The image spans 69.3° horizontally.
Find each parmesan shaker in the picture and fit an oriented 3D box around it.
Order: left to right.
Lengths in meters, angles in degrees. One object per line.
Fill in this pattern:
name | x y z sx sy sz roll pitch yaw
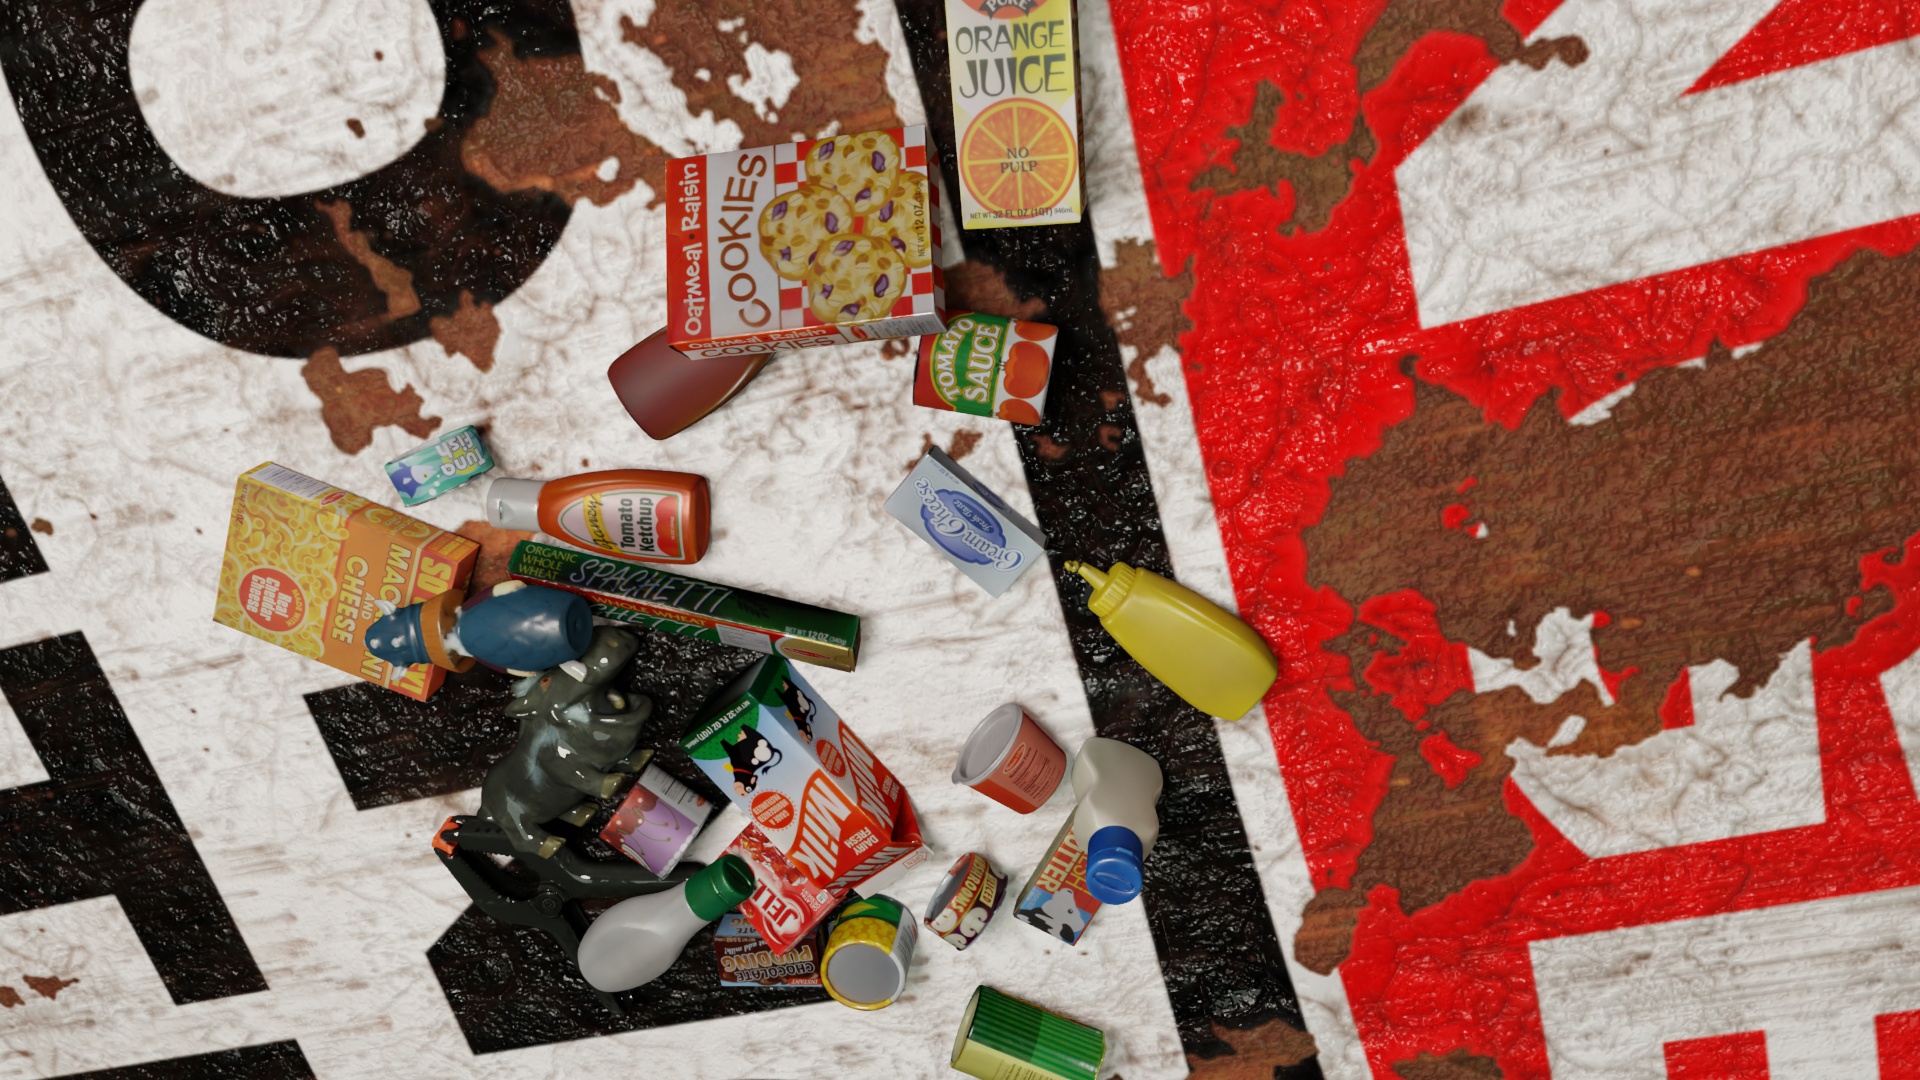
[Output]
parmesan shaker | 0.052 0.390 1.069 0.103 0.071 0.071 22 112 -1

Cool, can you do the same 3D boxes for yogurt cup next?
yogurt cup | 0.038 0.157 0.985 0.054 0.073 0.072 39 111 -17

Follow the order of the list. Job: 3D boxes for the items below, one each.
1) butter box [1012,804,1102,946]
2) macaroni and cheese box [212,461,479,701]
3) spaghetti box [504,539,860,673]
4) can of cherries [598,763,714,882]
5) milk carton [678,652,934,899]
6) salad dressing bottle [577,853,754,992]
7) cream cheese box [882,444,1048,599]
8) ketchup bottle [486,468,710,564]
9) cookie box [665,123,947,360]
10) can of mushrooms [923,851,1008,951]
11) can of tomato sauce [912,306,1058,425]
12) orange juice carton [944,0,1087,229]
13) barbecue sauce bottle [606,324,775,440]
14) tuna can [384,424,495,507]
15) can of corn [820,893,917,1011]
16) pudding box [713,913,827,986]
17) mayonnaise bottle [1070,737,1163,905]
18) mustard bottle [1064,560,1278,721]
butter box | 0.086 0.250 1.034 0.053 0.024 0.103 27 111 -3
macaroni and cheese box | -0.446 0.030 1.010 0.166 0.040 0.123 21 112 -1
spaghetti box | -0.193 0.047 0.977 0.250 0.029 0.050 13 155 2
can of cherries | -0.228 0.211 1.035 0.058 0.072 0.071 36 111 -7
milk carton | -0.106 0.179 1.005 0.072 0.074 0.190 -36 103 18
salad dressing bottle | -0.220 0.286 1.041 0.147 0.044 0.064 -34 110 18
cream cheese box | 0.003 -0.012 0.946 0.104 0.024 0.053 39 112 -8
ketchup bottle | -0.251 -0.020 0.965 0.149 0.044 0.064 5 112 6
cookie box | -0.097 -0.182 0.856 0.167 0.040 0.123 -5 79 9
can of mushrooms | 0.005 0.265 1.027 0.033 0.071 0.070 36 111 -5
can of tomato sauce | 0.016 -0.111 0.882 0.083 0.071 0.071 10 112 3
orange juice carton | 0.033 -0.285 0.812 0.072 0.073 0.192 -2 110 8
barbecue sauce bottle | -0.156 -0.127 0.912 0.148 0.044 0.064 -29 105 16
tuna can | -0.356 -0.052 0.952 0.071 0.071 0.032 -19 107 14
can of corn | -0.072 0.314 1.061 0.071 0.058 0.071 2 111 6
pudding box | -0.148 0.321 1.088 0.084 0.030 0.049 -1 111 8
mayonnaise bottle | 0.105 0.189 0.942 0.065 0.149 0.041 20 112 -1
mustard bottle | 0.138 0.057 0.942 0.160 0.049 0.065 36 111 -6
